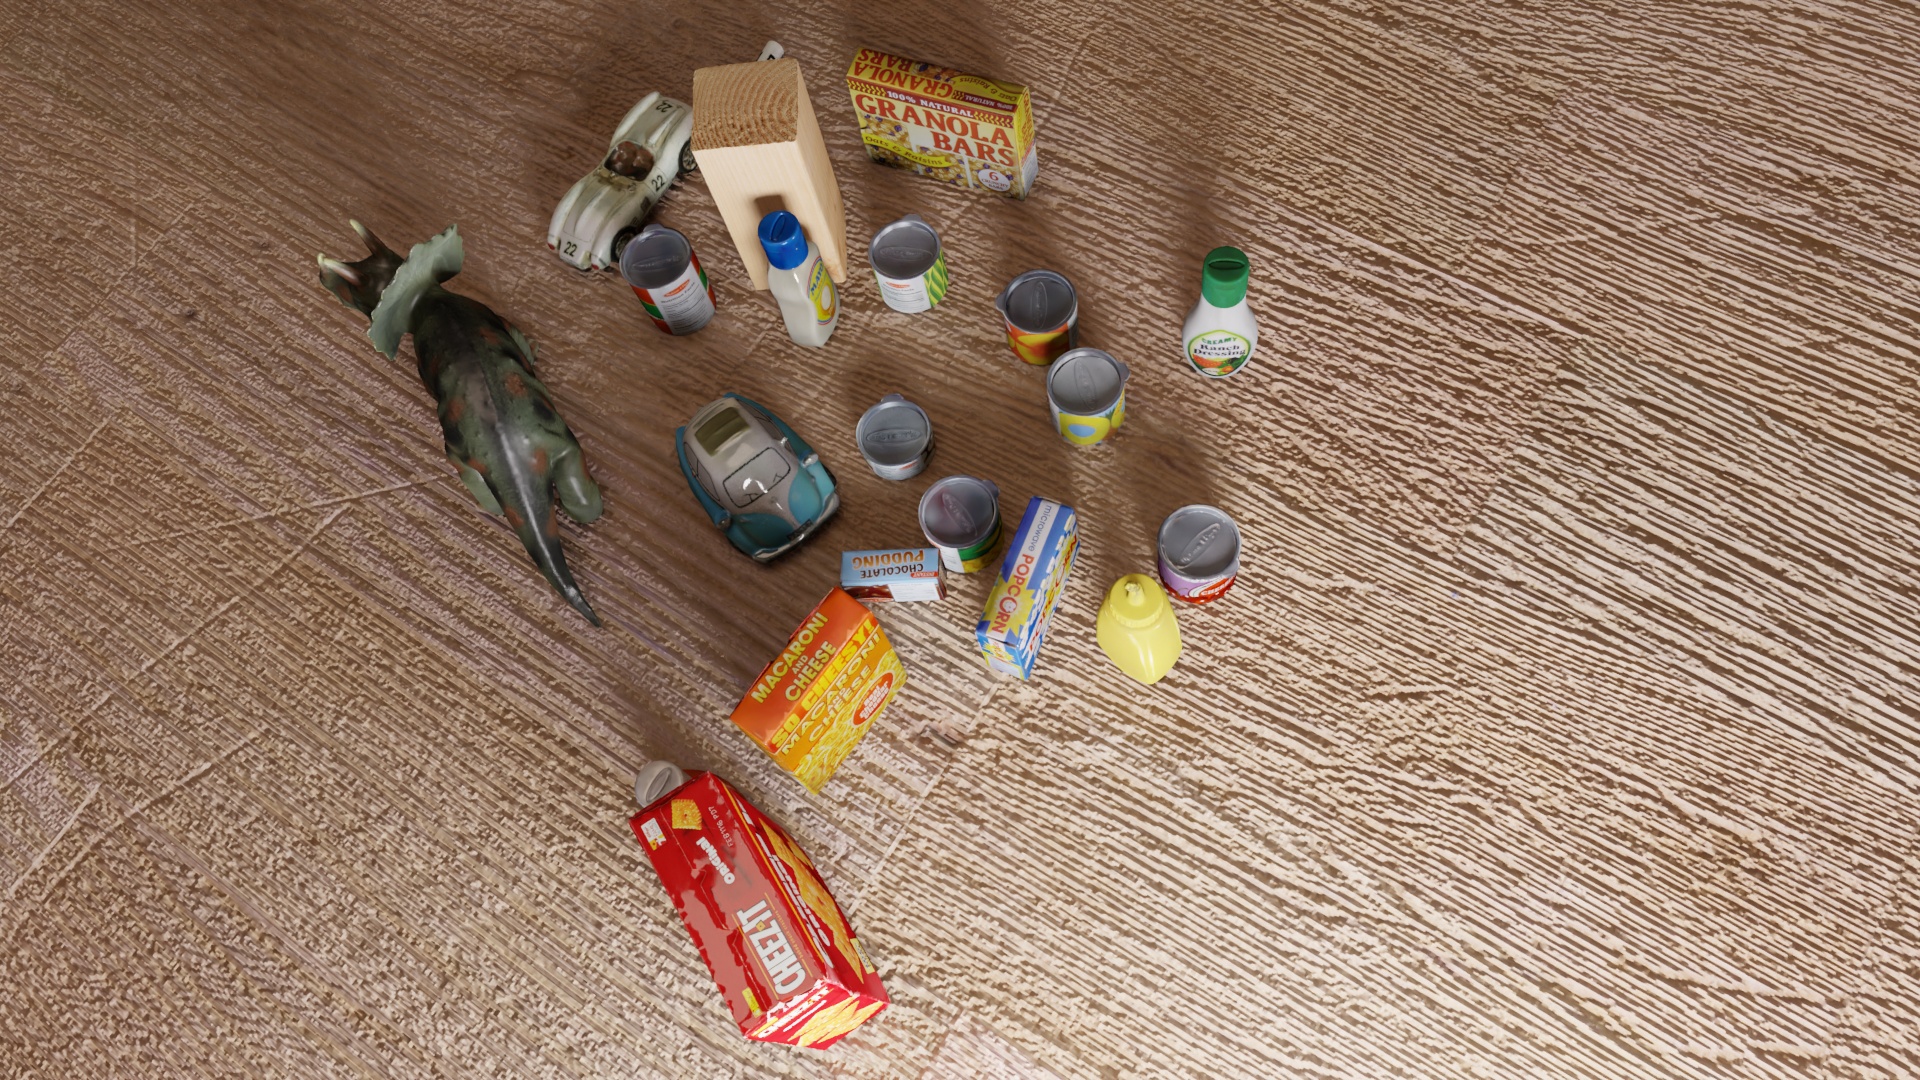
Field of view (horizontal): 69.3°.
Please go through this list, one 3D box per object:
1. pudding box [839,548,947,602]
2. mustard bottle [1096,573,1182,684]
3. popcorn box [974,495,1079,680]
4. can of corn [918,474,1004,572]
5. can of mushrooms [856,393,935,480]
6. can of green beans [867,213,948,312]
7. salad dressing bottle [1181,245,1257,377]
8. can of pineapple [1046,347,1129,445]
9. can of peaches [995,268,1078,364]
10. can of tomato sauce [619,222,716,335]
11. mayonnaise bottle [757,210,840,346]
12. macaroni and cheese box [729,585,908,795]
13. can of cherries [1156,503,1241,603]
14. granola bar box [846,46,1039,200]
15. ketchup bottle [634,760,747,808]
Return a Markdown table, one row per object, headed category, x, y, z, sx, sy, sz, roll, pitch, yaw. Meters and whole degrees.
| category | x | y | z | sx | sy | sz | roll | pitch | yaw |
| --- | --- | --- | --- | --- | --- | --- | --- | --- | --- |
| pudding box | -0.055 | 0.029 | 1.153 | 0.084 | 0.049 | 0.030 | -2 | 67 | 7 |
| mustard bottle | 0.135 | 0.061 | 1.054 | 0.065 | 0.159 | 0.049 | 38 | 77 | 20 |
| popcorn box | 0.056 | 0.038 | 1.115 | 0.038 | 0.085 | 0.127 | 18 | 71 | 15 |
| can of corn | 0.004 | -0.015 | 1.160 | 0.071 | 0.058 | 0.071 | -3 | 67 | 7 |
| can of mushrooms | -0.056 | -0.090 | 1.214 | 0.071 | 0.033 | 0.071 | -3 | 67 | 7 |
| can of green beans | -0.047 | -0.250 | 1.269 | 0.071 | 0.057 | 0.071 | -3 | 67 | 7 |
| salad dressing bottle | 0.218 | -0.189 | 1.158 | 0.064 | 0.147 | 0.044 | 3 | 68 | 9 |
| can of pineapple | 0.110 | -0.123 | 1.193 | 0.071 | 0.057 | 0.071 | -3 | 67 | 7 |
| can of peaches | 0.069 | -0.197 | 1.230 | 0.071 | 0.058 | 0.071 | -3 | 67 | 7 |
| can of tomato sauce | -0.268 | -0.239 | 1.280 | 0.071 | 0.082 | 0.071 | -3 | 67 | 7 |
| mayonnaise bottle | -0.143 | -0.232 | 1.224 | 0.041 | 0.147 | 0.065 | 12 | 69 | 13 |
| macaroni and cheese box | -0.104 | 0.118 | 1.058 | 0.040 | 0.166 | 0.124 | 33 | 75 | 19 |
| can of cherries | 0.194 | 0.014 | 1.122 | 0.071 | 0.058 | 0.072 | -3 | 67 | 7 |
| granola bar box | -0.015 | -0.384 | 1.286 | 0.166 | 0.123 | 0.039 | 18 | 71 | 15 |
| ketchup bottle | -0.205 | 0.200 | 1.046 | 0.043 | 0.148 | 0.065 | 26 | 73 | 17 |
